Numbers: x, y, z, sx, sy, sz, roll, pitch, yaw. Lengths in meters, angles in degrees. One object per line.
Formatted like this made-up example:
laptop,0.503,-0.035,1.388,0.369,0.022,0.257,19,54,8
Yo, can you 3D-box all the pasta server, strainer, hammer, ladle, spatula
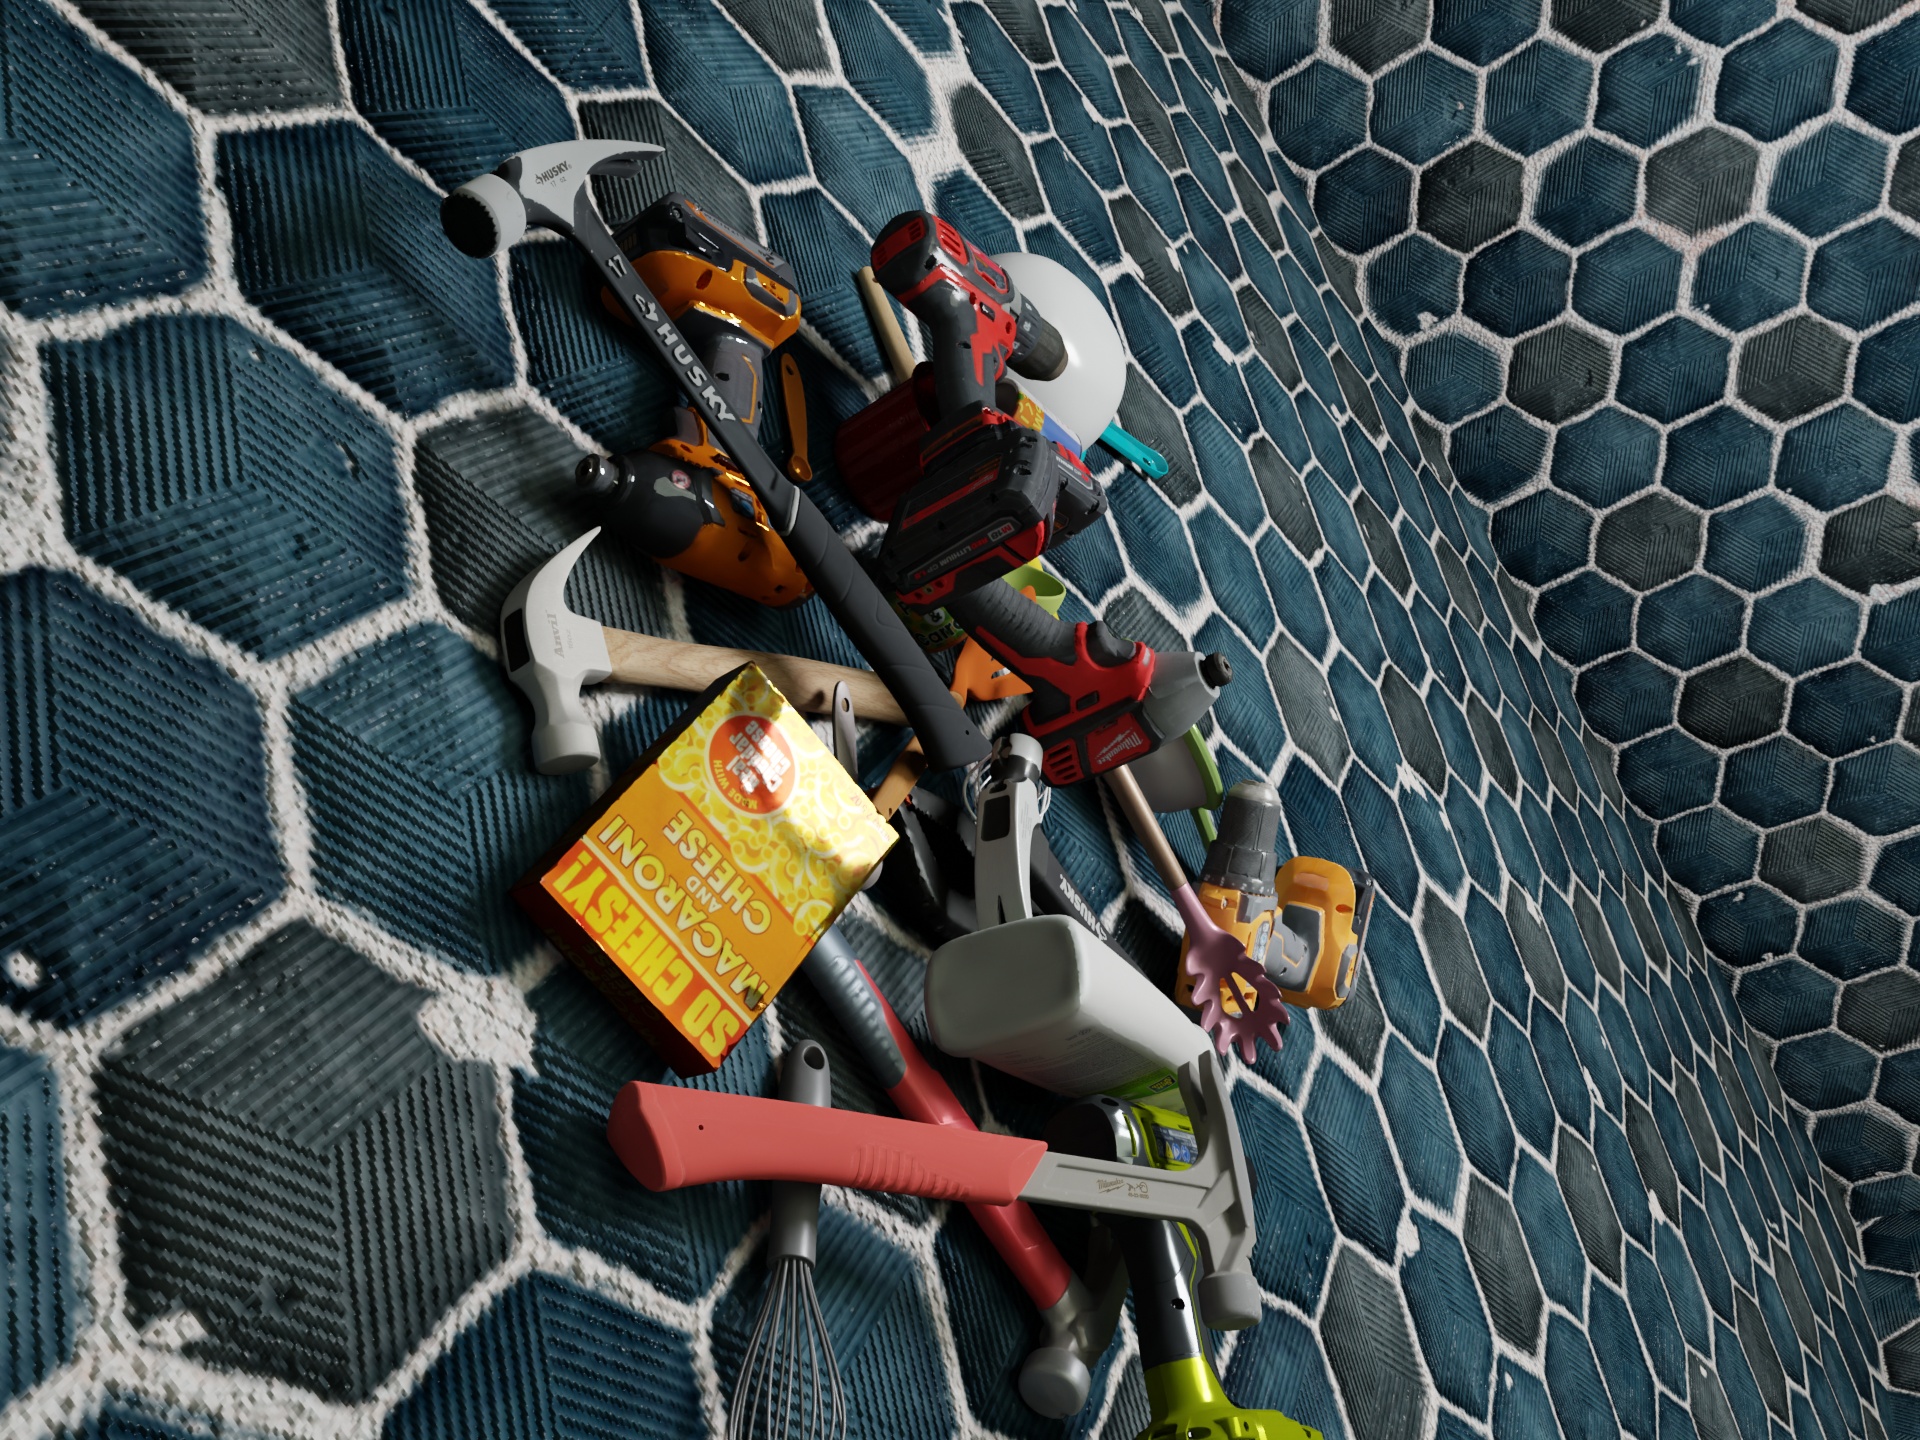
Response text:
pasta server,0.140,0.094,1.111,0.316,0.060,0.040,62,10,-6
strainer,0.121,-0.311,1.440,0.340,0.095,0.211,25,48,-46
hammer,-0.022,0.191,0.883,0.386,0.038,0.143,57,29,-11
hammer,0.001,0.211,0.786,0.358,0.036,0.149,17,48,-29
hammer,0.099,0.165,1.044,0.334,0.035,0.146,53,32,-38
hammer,-0.122,-0.027,0.901,0.331,0.031,0.130,7,62,-56
ladle,-0.008,-0.212,1.202,0.078,0.062,0.320,-9,72,-47
spatula,-0.002,-0.003,1.010,0.323,0.041,0.081,-57,148,-64
hammer,-0.105,-0.133,0.871,0.408,0.036,0.149,54,39,-18
strainer,0.154,0.058,1.245,0.256,0.069,0.152,65,-6,-30

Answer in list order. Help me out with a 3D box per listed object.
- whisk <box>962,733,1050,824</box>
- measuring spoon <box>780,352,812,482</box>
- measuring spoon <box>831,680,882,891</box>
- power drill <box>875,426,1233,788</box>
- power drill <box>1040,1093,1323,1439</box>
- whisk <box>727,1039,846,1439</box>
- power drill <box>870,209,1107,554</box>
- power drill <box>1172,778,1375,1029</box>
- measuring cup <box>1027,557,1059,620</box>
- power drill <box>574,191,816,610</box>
whisk,0.059,0.004,1.121,0.059,0.057,0.246,35,40,-3
measuring spoon,-0.114,-0.205,1.076,0.021,0.011,0.117,31,40,-45
measuring spoon,-0.060,0.038,0.928,0.034,0.018,0.124,-2,86,-60
power drill,0.061,-0.061,0.974,0.219,0.143,0.079,50,30,-27
power drill,0.138,0.335,0.912,0.190,0.080,0.229,28,40,-47
whisk,-0.076,0.253,0.742,0.055,0.055,0.239,41,32,-34
power drill,0.029,-0.221,1.081,0.187,0.080,0.227,24,45,-49
power drill,0.246,0.143,1.240,0.226,0.084,0.185,10,91,-54
measuring cup,0.055,-0.090,1.235,0.062,0.029,0.157,13,54,-53
power drill,-0.157,-0.187,0.924,0.164,0.084,0.227,19,55,-49
